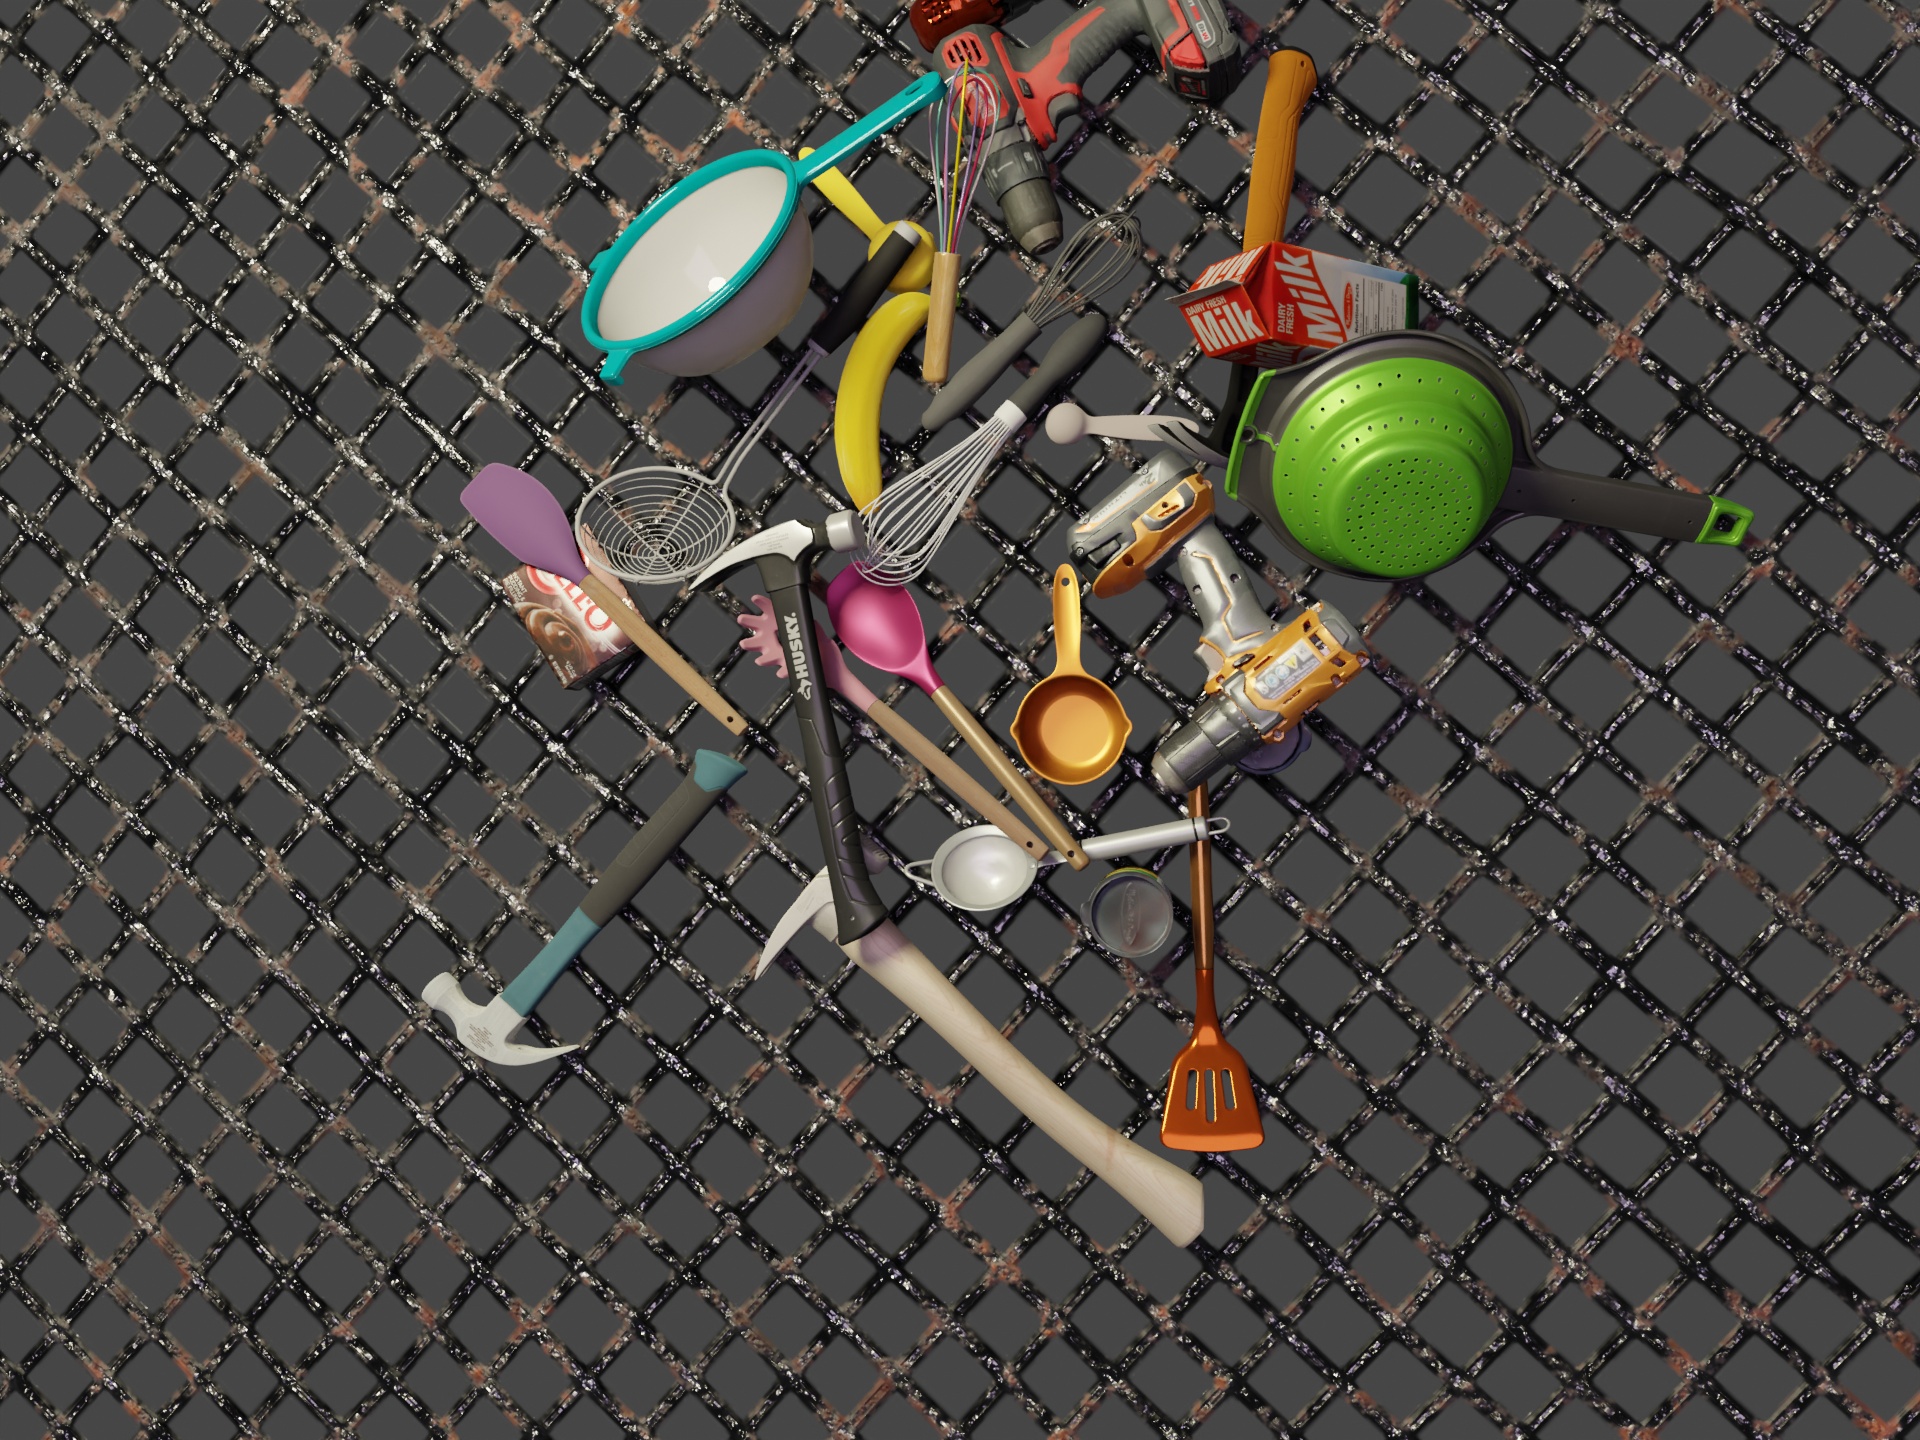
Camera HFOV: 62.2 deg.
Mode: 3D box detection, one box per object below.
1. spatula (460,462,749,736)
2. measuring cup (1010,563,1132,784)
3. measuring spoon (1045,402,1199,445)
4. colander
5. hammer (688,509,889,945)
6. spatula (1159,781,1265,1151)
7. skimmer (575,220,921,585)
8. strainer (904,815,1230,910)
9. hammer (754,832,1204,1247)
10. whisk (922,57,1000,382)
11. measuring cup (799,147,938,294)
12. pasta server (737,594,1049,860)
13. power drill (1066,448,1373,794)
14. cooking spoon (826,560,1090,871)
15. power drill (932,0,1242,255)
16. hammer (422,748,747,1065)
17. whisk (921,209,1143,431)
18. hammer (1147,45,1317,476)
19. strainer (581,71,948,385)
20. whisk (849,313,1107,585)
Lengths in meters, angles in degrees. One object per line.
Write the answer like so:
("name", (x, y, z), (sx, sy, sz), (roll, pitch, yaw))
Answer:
("spatula", (-0.286, -0.099, 1.296), (0.316, 0.018, 0.060), (43, 89, 9))
("measuring cup", (0.088, -0.035, 1.264), (0.095, 0.052, 0.173), (-2, 86, 8))
("measuring spoon", (0.130, -0.238, 1.278), (0.124, 0.018, 0.034), (4, 89, 8))
("colander", (0.399, -0.159, 1.166), (0.397, 0.095, 0.204), (10, 125, -3))
("hammer", (-0.117, 0.012, 1.257), (0.146, 0.035, 0.335), (-12, 88, 18))
("spatula", (0.191, 0.171, 1.249), (0.081, 0.041, 0.322), (-2, 87, 9))
("skimmer", (-0.164, -0.259, 1.272), (0.127, 0.090, 0.363), (44, 100, 25))
("strainer", (0.086, 0.108, 1.256), (0.258, 0.050, 0.087), (-12, 45, 11))
("hammer", (0.023, 0.277, 1.273), (0.411, 0.038, 0.146), (41, 96, 7))
("whisk", (-0.006, -0.391, 1.253), (0.051, 0.047, 0.245), (-3, 110, -29))
("measuring cup", (-0.081, -0.417, 1.306), (0.062, 0.029, 0.156), (-43, 86, 5))
("pasta server", (-0.053, 0.006, 1.270), (0.316, 0.040, 0.060), (41, 103, 16))
("power drill", (0.175, -0.071, 1.221), (0.185, 0.084, 0.226), (-40, 74, 6))
("cooking spoon", (-0.002, -0.004, 1.269), (0.069, 0.017, 0.319), (-42, 73, 9))
("power drill", (0.107, -0.493, 1.261), (0.226, 0.080, 0.188), (-23, 86, 10))
("hammer", (-0.299, 0.152, 1.324), (0.128, 0.033, 0.331), (42, 94, 8))
("whisk", (0.056, -0.320, 1.280), (0.239, 0.055, 0.055), (-43, 83, 10))
("hammer", (0.227, -0.362, 1.236), (0.127, 0.034, 0.337), (12, 85, -33))
("strainer", (-0.139, -0.378, 1.255), (0.340, 0.095, 0.211), (-30, 44, 13))
("whisk", (0.019, -0.220, 1.278), (0.070, 0.070, 0.284), (44, 90, 7))
